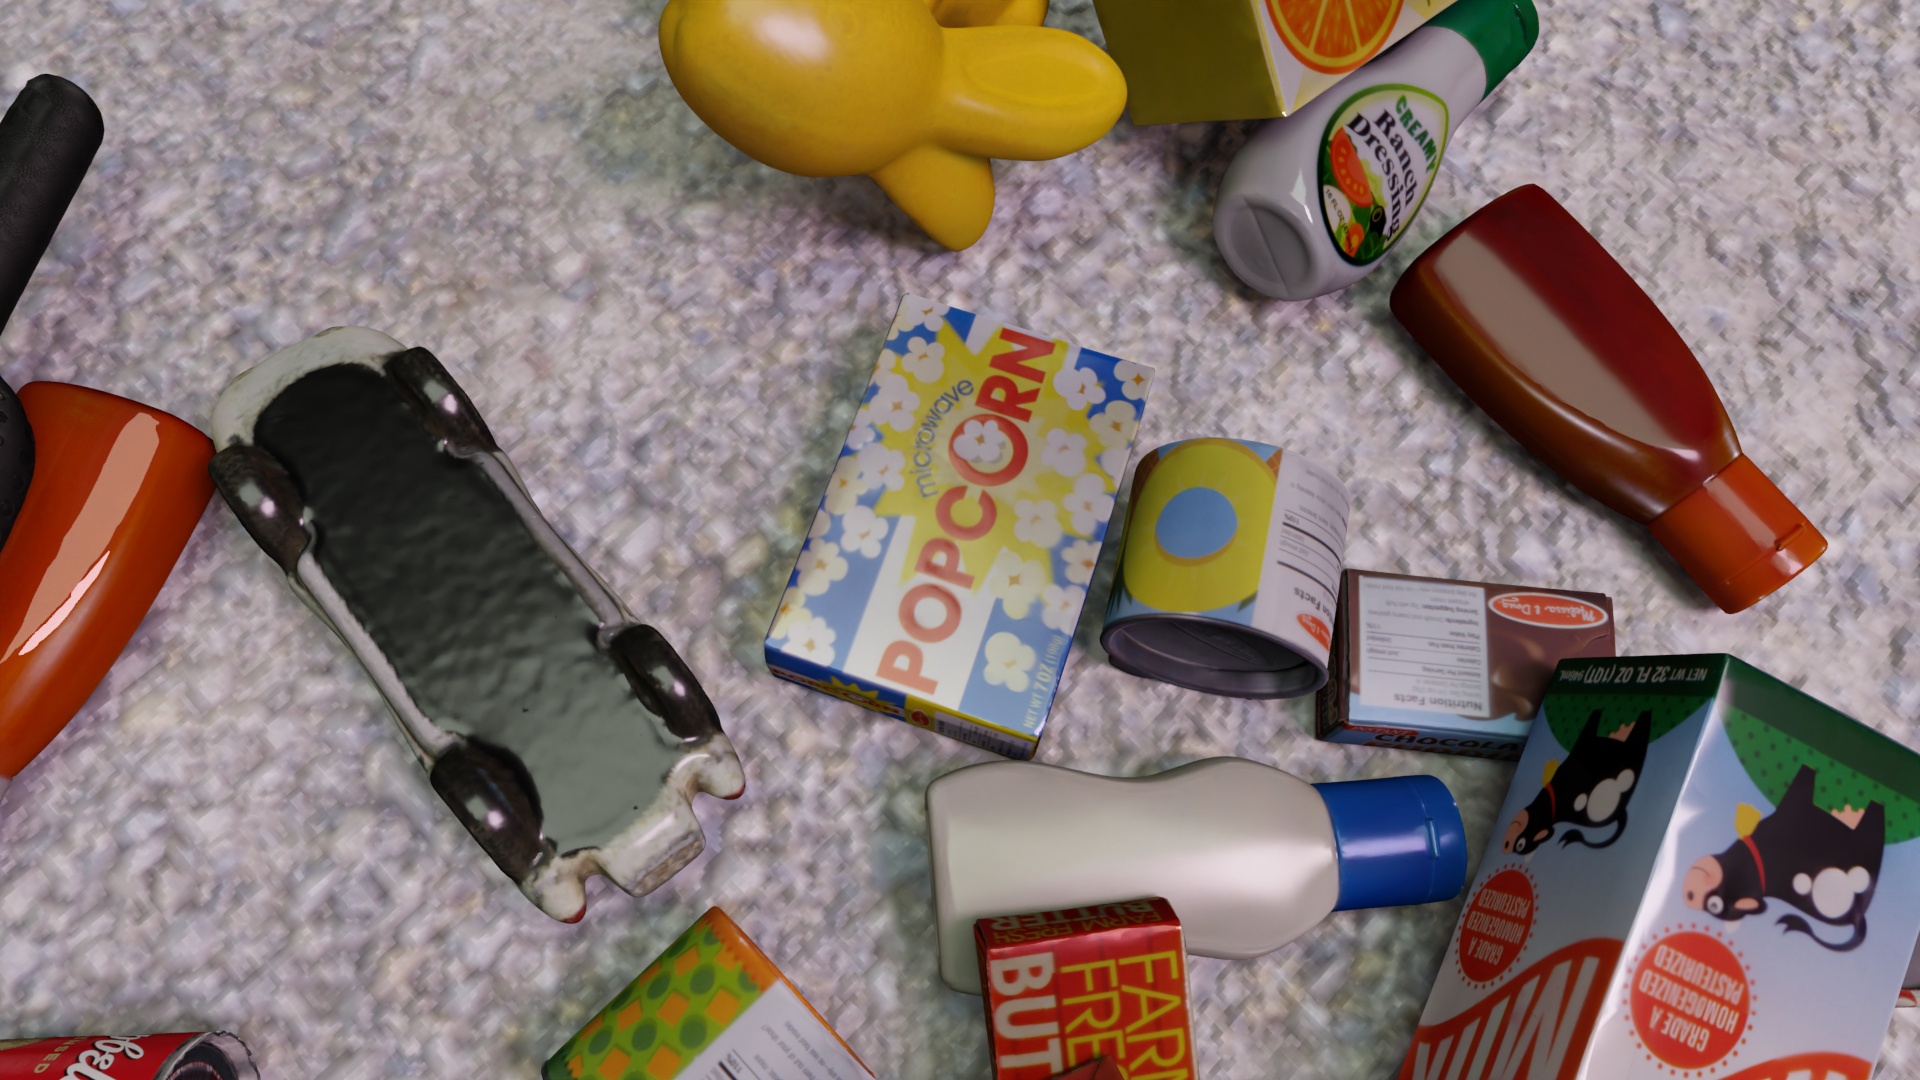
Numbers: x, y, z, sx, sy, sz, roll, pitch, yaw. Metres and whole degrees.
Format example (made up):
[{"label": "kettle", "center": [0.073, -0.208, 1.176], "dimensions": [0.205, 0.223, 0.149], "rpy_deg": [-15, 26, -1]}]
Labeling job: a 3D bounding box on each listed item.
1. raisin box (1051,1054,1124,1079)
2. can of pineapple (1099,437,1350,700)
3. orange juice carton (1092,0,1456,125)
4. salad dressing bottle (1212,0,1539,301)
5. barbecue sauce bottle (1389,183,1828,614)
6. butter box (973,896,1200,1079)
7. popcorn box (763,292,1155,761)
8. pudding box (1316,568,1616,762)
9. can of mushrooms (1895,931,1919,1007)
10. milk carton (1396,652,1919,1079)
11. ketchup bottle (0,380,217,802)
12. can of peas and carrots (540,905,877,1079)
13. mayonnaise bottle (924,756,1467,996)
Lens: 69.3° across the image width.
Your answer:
[{"label": "raisin box", "center": [0.023, 0.200, 0.328], "dimensions": [0.086, 0.040, 0.123], "rpy_deg": [-23, 96, -7]}, {"label": "can of pineapple", "center": [0.077, 0.009, 0.413], "dimensions": [0.071, 0.070, 0.058], "rpy_deg": [13, 69, 3]}, {"label": "orange juice carton", "center": [0.136, -0.217, 0.475], "dimensions": [0.193, 0.072, 0.072], "rpy_deg": [-37, 31, -24]}, {"label": "salad dressing bottle", "center": [0.147, -0.143, 0.479], "dimensions": [0.148, 0.044, 0.064], "rpy_deg": [-46, 120, -23]}, {"label": "barbecue sauce bottle", "center": [0.211, -0.045, 0.449], "dimensions": [0.065, 0.043, 0.149], "rpy_deg": [-34, 75, -13]}, {"label": "butter box", "center": [0.035, 0.147, 0.360], "dimensions": [0.053, 0.024, 0.103], "rpy_deg": [-7, 96, -5]}, {"label": "popcorn box", "center": [0.002, -0.005, 0.429], "dimensions": [0.085, 0.038, 0.127], "rpy_deg": [18, 70, 5]}, {"label": "pudding box", "center": [0.153, 0.039, 0.422], "dimensions": [0.084, 0.030, 0.050], "rpy_deg": [5, 68, 0]}, {"label": "can of mushrooms", "center": [0.261, 0.100, 0.402], "dimensions": [0.071, 0.033, 0.071], "rpy_deg": [0, 69, -1]}, {"label": "milk carton", "center": [0.169, 0.130, 0.352], "dimensions": [0.073, 0.072, 0.191], "rpy_deg": [27, 81, -6]}, {"label": "ketchup bottle", "center": [-0.277, 0.028, 0.403], "dimensions": [0.065, 0.043, 0.149], "rpy_deg": [12, 69, 12]}, {"label": "can of peas and carrots", "center": [-0.065, 0.138, 0.360], "dimensions": [0.059, 0.070, 0.071], "rpy_deg": [-42, 76, -16]}, {"label": "mayonnaise bottle", "center": [0.065, 0.091, 0.395], "dimensions": [0.148, 0.041, 0.065], "rpy_deg": [-4, 77, -5]}]
